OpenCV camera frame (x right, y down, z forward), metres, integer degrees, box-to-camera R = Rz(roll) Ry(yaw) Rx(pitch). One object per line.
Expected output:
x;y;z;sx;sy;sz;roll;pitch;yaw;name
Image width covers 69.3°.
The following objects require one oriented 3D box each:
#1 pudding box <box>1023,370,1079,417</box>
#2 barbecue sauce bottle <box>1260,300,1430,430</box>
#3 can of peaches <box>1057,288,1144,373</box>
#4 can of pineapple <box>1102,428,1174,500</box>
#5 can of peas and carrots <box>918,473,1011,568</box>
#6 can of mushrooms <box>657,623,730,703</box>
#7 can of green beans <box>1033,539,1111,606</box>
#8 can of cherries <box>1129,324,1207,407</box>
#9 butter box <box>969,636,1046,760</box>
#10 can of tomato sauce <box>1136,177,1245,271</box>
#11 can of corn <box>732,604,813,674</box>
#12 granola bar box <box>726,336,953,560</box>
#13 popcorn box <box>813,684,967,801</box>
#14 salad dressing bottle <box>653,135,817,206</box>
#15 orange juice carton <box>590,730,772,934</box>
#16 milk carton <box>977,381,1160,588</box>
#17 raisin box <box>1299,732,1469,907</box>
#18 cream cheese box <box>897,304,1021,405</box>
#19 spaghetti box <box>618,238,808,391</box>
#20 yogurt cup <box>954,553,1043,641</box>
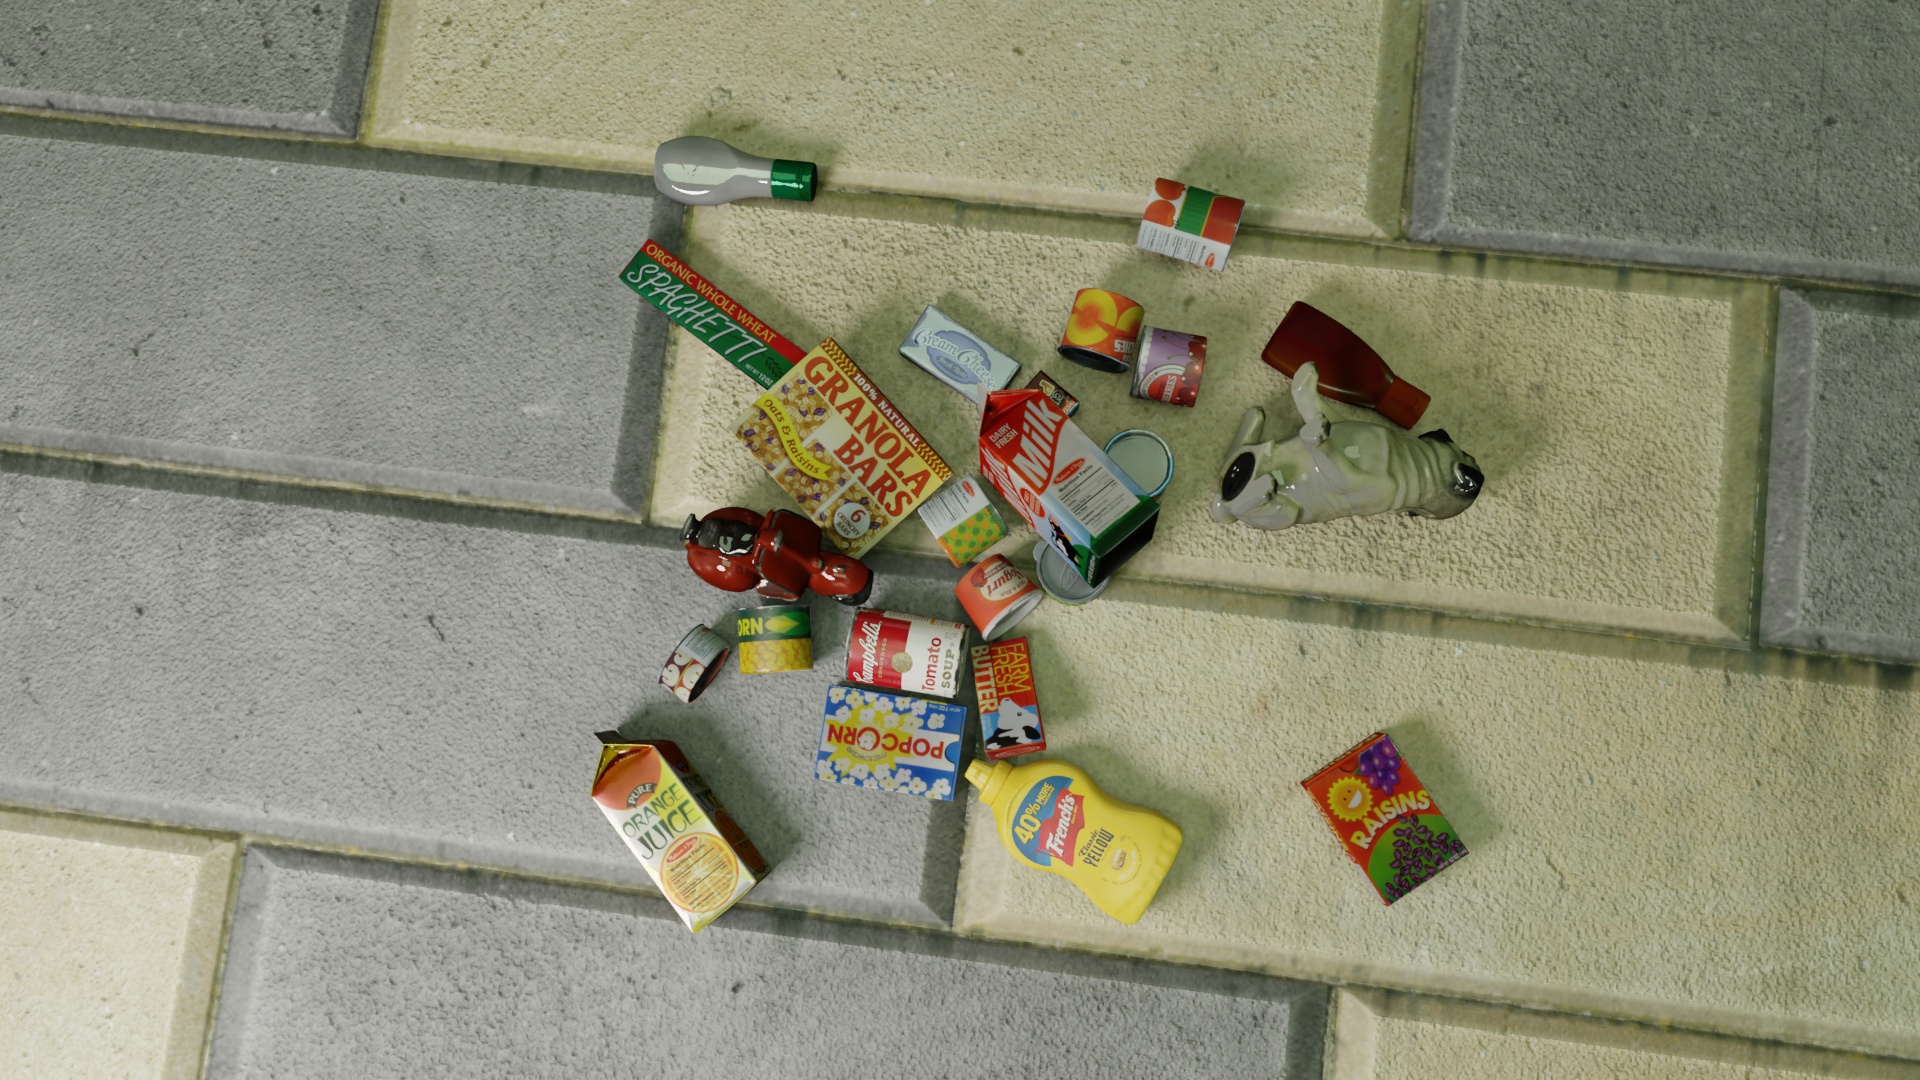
0.064;-0.108;1.267;0.050;0.030;0.084;42;88;6;pudding box
0.349;-0.153;1.249;0.148;0.043;0.065;32;87;6;barbecue sauce bottle
0.129;-0.189;1.253;0.071;0.071;0.058;17;85;5;can of peaches
0.155;-0.062;1.242;0.071;0.058;0.071;0;84;3;can of pineapple
0.004;-0.016;1.244;0.059;0.071;0.071;-34;83;0;can of peas and carrots
-0.238;0.112;1.244;0.033;0.071;0.071;34;87;5;can of mushrooms
0.101;0.024;1.236;0.071;0.058;0.071;0;84;3;can of green beans
0.186;-0.154;1.245;0.058;0.071;0.071;12;85;4;can of cherries
0.041;0.138;1.226;0.053;0.024;0.104;-10;61;3;butter box
0.209;-0.289;1.261;0.083;0.071;0.071;17;85;6;can of tomato sauce
-0.167;0.089;1.239;0.071;0.071;0.058;-4;84;3;can of corn
-0.107;-0.081;1.248;0.124;0.039;0.165;-42;99;-1;granola bar box
-0.061;0.180;1.238;0.127;0.038;0.085;8;83;5;popcorn box
-0.210;-0.343;1.304;0.148;0.044;0.064;7;82;3;salad dressing bottle
-0.257;0.243;1.226;0.073;0.072;0.193;-39;83;-1;orange juice carton
0.078;-0.058;1.192;0.073;0.072;0.191;-39;72;-14;milk carton
0.366;0.240;1.206;0.086;0.040;0.123;-33;82;0;raisin box
-0.001;-0.167;1.280;0.104;0.024;0.053;34;86;6;cream cheese box
-0.208;-0.191;1.293;0.250;0.028;0.050;37;87;6;spaghetti box
0.032;0.049;1.236;0.072;0.072;0.054;-39;75;-1;yogurt cup
